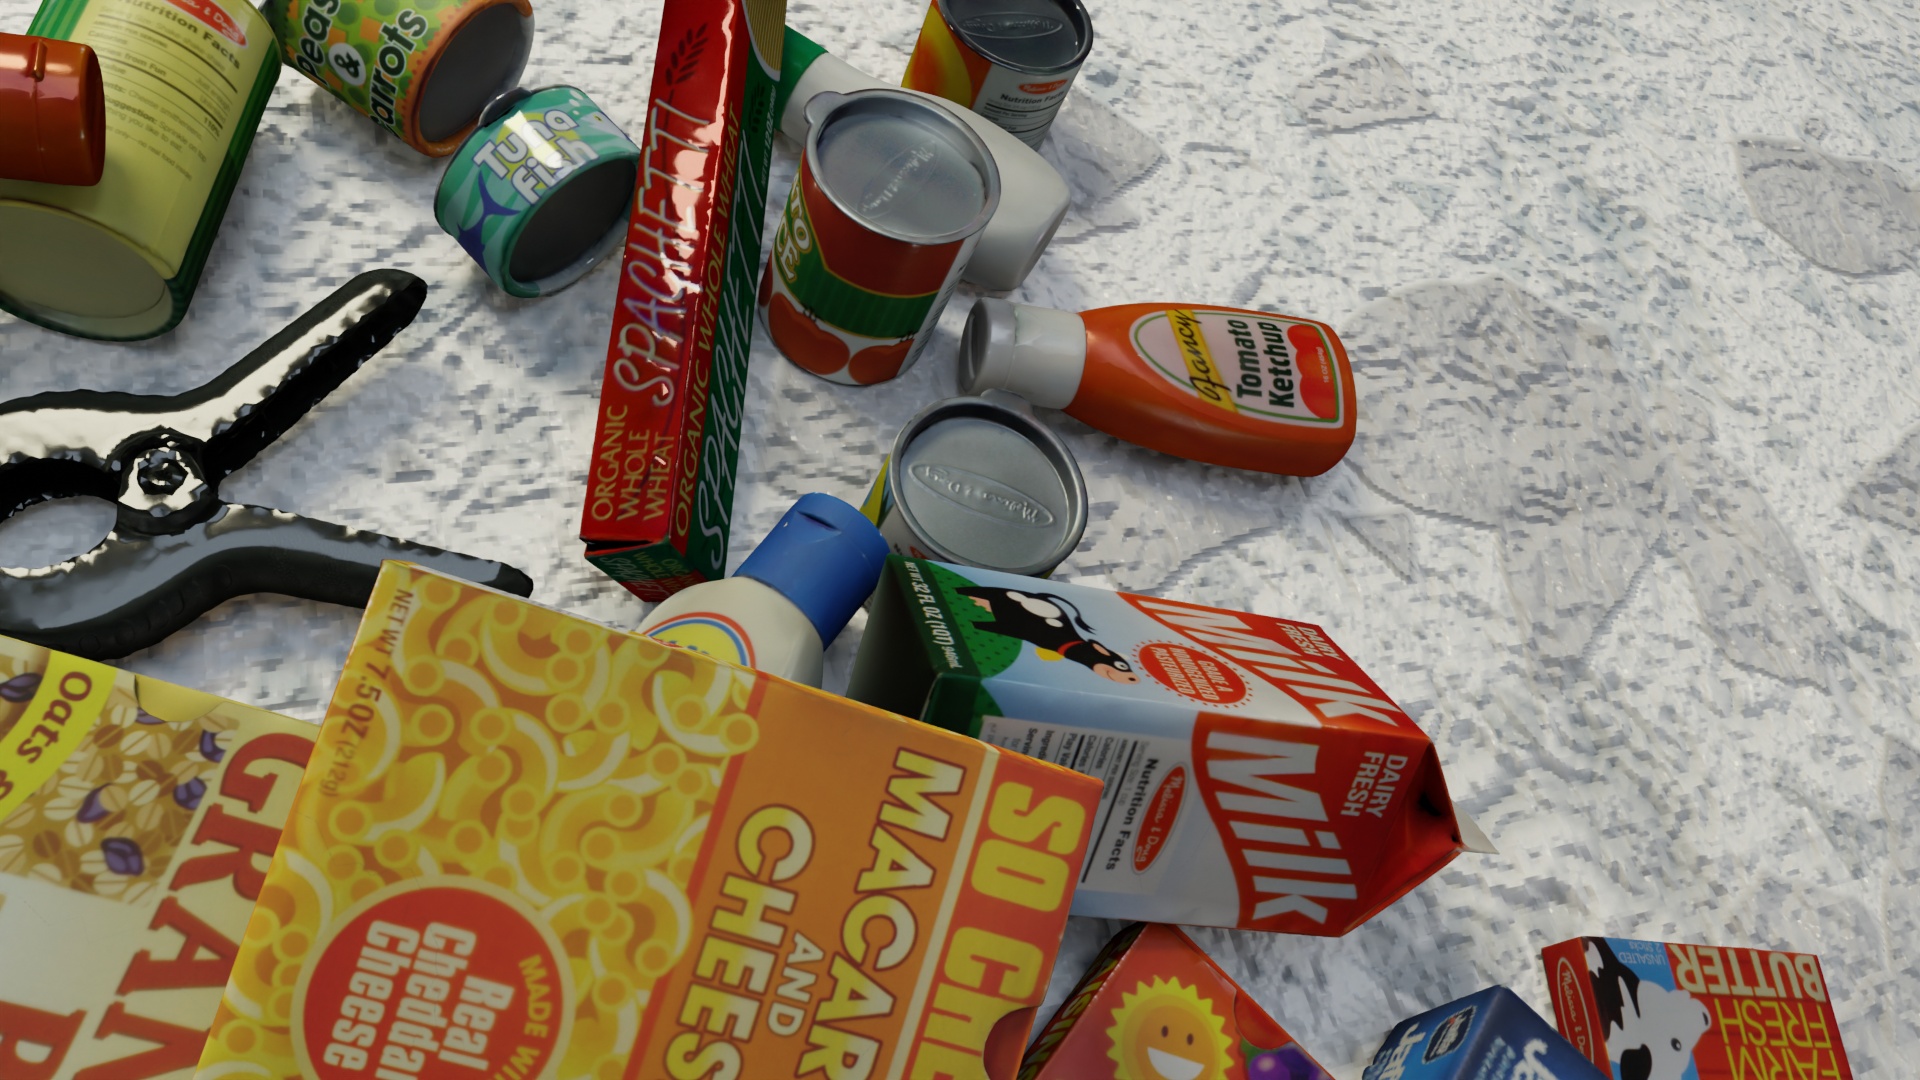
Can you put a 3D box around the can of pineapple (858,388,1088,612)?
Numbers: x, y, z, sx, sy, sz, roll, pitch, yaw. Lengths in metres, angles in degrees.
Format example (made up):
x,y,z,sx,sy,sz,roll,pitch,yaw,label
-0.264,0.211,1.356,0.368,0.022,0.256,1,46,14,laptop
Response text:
x,y,z,sx,sy,sz,roll,pitch,yaw,label
0.002,-0.006,0.457,0.071,0.057,0.071,10,59,-16,can of pineapple

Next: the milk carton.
x,y,z,sx,sy,sz,roll,pitch,yaw,label
0.065,0.064,0.414,0.191,0.073,0.072,10,22,-18,milk carton

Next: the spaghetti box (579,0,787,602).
x,y,z,sx,sy,sz,roll,pitch,yaw,label
-0.087,-0.104,0.460,0.029,0.050,0.251,-1,68,10,spaghetti box

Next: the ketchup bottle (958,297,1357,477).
x,y,z,sx,sy,sz,roll,pitch,yaw,label
0.075,-0.062,0.527,0.149,0.043,0.065,6,60,-17,ketchup bottle

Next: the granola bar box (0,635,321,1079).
x,y,z,sx,sy,sz,roll,pitch,yaw,label
-0.214,0.111,0.317,0.124,0.039,0.166,19,57,-11,granola bar box

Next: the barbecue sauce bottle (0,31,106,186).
x,y,z,sx,sy,sz,roll,pitch,yaw,label
-0.293,-0.110,0.332,0.149,0.043,0.065,0,62,-23,barbecue sauce bottle

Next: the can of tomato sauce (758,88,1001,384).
x,y,z,sx,sy,sz,roll,pitch,yaw,label
-0.033,-0.104,0.485,0.071,0.082,0.071,10,59,-16,can of tomato sauce

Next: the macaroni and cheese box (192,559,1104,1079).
x,y,z,sx,sy,sz,roll,pitch,yaw,label
-0.064,0.088,0.311,0.166,0.040,0.124,19,84,-10,macaroni and cheese box

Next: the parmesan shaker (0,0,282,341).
x,y,z,sx,sy,sz,roll,pitch,yaw,label
-0.256,-0.120,0.418,0.071,0.071,0.103,11,59,-15,parmesan shaker

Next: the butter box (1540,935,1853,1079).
x,y,z,sx,sy,sz,roll,pitch,yaw,label
0.252,0.166,0.475,0.103,0.024,0.053,8,60,-16,butter box

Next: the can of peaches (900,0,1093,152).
x,y,z,sx,sy,sz,roll,pitch,yaw,label
0.013,-0.198,0.572,0.071,0.057,0.071,9,59,-15,can of peaches

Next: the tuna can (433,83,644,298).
x,y,z,sx,sy,sz,roll,pitch,yaw,label
-0.137,-0.116,0.459,0.033,0.070,0.071,45,56,6,tuna can

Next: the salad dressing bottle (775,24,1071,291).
x,y,z,sx,sy,sz,roll,pitch,yaw,label
-0.029,-0.155,0.541,0.148,0.043,0.064,33,56,2,salad dressing bottle

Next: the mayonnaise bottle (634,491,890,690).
x,y,z,sx,sy,sz,roll,pitch,yaw,label
-0.075,0.048,0.394,0.065,0.041,0.149,23,57,24,mayonnaise bottle

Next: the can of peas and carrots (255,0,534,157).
x,y,z,sx,sy,sz,roll,pitch,yaw,label
-0.190,-0.173,0.474,0.059,0.070,0.071,34,55,-1,can of peas and carrots

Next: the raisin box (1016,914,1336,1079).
x,y,z,sx,sy,sz,roll,pitch,yaw,label
0.045,0.177,0.379,0.086,0.040,0.124,42,55,7,raisin box
